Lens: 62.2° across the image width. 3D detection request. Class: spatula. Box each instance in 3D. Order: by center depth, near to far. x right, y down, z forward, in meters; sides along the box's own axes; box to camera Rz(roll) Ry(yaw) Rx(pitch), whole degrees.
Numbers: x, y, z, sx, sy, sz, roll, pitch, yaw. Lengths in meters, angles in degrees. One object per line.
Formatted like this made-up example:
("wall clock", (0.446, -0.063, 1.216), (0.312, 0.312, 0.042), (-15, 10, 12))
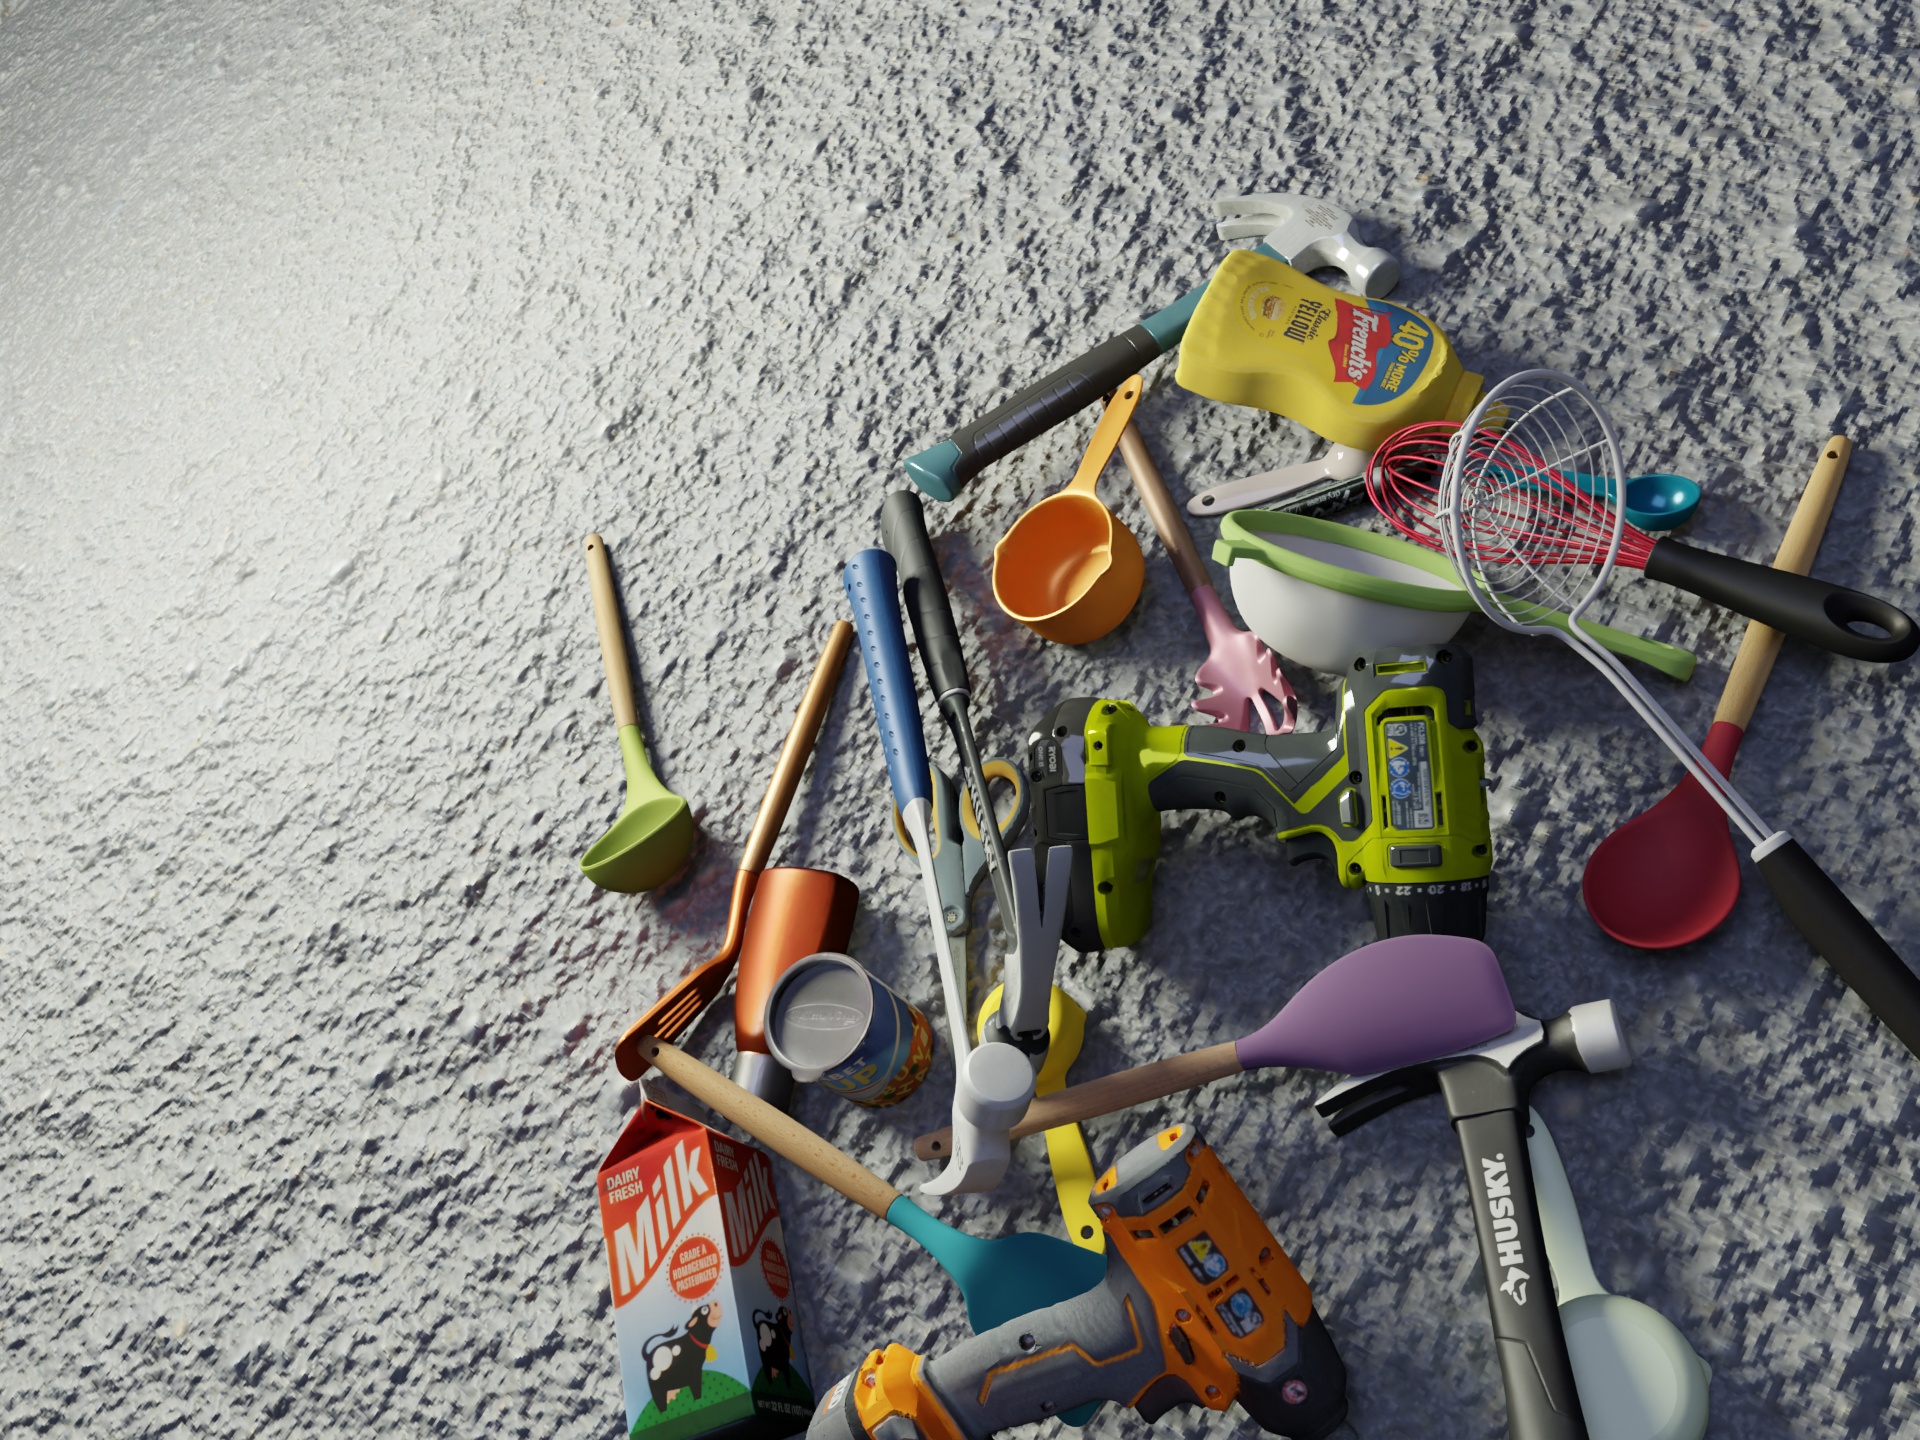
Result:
("spatula", (0.116, 0.173, 0.800), (0.316, 0.018, 0.060), (-22, 79, 19))
("spatula", (-0.052, 0.248, 0.842), (0.318, 0.044, 0.082), (25, 79, 28))
("spatula", (-0.132, 0.071, 0.989), (0.041, 0.081, 0.323), (16, 64, 5))

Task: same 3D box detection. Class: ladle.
("ladle", (0.398, -0.019, 0.810), (0.069, 0.031, 0.315), (19, 71, 33))
("ladle", (-0.236, -0.018, 1.082), (0.078, 0.062, 0.321), (-28, 53, 12))

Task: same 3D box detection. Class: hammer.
("hammer", (0.237, 0.277, 0.668), (0.146, 0.035, 0.335), (-18, 44, 23))
("hammer", (-0.024, 0.063, 0.870), (0.035, 0.144, 0.406), (-2, 49, -12))
("hammer", (-0.001, -0.003, 0.918), (0.036, 0.149, 0.409), (-4, 44, -12))
("hammer", (0.112, -0.240, 1.036), (0.331, 0.033, 0.128), (-32, 53, -3))

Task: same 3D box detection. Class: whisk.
("whisk", (0.348, -0.092, 0.840), (0.296, 0.073, 0.073), (28, 77, 33))

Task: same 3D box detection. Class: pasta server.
("pasta server", (0.133, -0.101, 0.968), (0.060, 0.040, 0.317), (-37, 51, 25))

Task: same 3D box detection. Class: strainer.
("strainer", (0.258, -0.047, 0.864), (0.256, 0.151, 0.069), (19, 110, 14))

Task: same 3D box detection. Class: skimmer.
("skimmer", (0.352, -0.004, 0.737), (0.127, 0.090, 0.363), (-23, 67, -28))

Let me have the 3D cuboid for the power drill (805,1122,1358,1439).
("power drill", (0.062, 0.317, 0.734), (0.226, 0.084, 0.164), (-36, 85, 1))

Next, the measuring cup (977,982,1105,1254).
("measuring cup", (0.048, 0.207, 0.843), (0.062, 0.029, 0.157), (-24, 55, 11))

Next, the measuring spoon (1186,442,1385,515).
("measuring spoon", (0.197, -0.151, 0.977), (0.124, 0.018, 0.034), (-16, 59, 16))

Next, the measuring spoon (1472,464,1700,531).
("measuring spoon", (0.350, -0.126, 0.898), (0.129, 0.021, 0.042), (17, 48, 40))

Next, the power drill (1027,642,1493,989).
("power drill", (0.158, 0.064, 0.825), (0.228, 0.080, 0.190), (-4, 89, 24))

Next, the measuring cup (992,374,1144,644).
("measuring cup", (0.087, -0.127, 0.982), (0.095, 0.052, 0.174), (14, 74, 44))

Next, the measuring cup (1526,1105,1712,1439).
("measuring cup", (0.276, 0.249, 0.711), (0.083, 0.038, 0.168), (-19, 59, 14))
